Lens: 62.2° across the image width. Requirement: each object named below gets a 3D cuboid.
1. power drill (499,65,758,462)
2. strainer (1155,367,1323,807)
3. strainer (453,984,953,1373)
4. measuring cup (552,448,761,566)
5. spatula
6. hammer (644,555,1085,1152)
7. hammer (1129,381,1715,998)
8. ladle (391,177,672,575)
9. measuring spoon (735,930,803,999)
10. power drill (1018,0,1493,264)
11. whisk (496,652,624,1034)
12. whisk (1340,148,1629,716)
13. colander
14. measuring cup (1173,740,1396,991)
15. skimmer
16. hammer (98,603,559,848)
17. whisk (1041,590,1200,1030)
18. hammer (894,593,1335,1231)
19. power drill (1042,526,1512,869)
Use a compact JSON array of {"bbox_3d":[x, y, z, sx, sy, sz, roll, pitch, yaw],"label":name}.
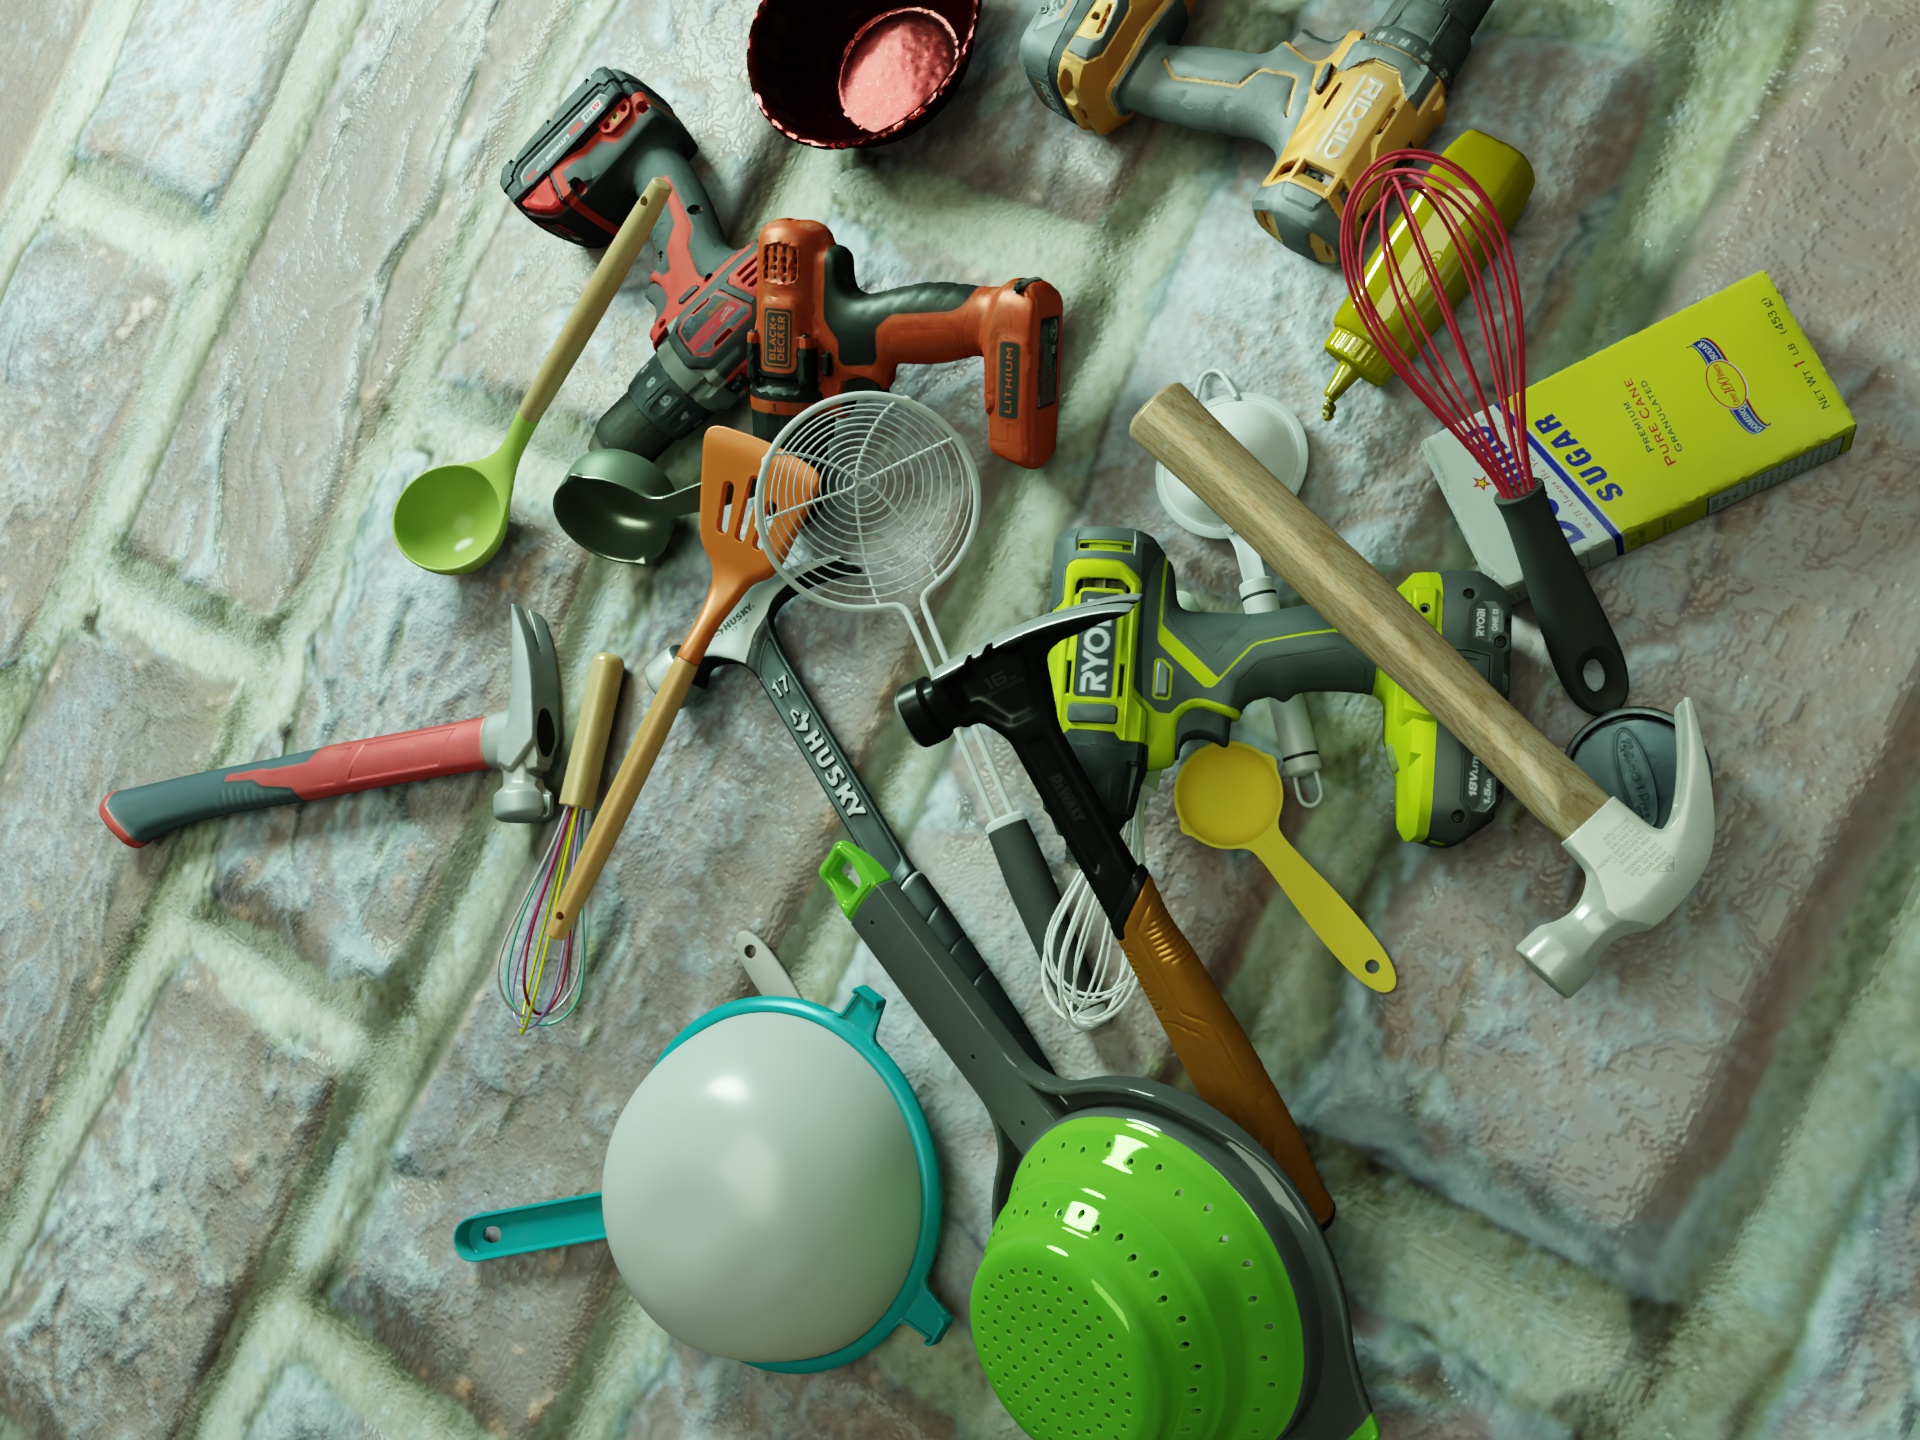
[{"bbox_3d":[-0.208,-0.287,1.038,0.188,0.080,0.227,-41,71,15],"label":"power drill"},{"bbox_3d":[0.159,-0.079,0.857,0.087,0.050,0.258,-17,77,22],"label":"strainer"},{"bbox_3d":[-0.179,0.279,0.899,0.340,0.095,0.211,-17,79,23],"label":"strainer"},{"bbox_3d":[-0.178,-0.146,0.992,0.167,0.083,0.038,-10,47,27],"label":"measuring cup"},{"bbox_3d":[-0.178,-0.015,0.949,0.081,0.041,0.322,26,91,15],"label":"spatula"},{"bbox_3d":[-0.035,0.082,0.914,0.149,0.036,0.409,-38,68,12],"label":"hammer"},{"bbox_3d":[0.204,-0.038,0.734,0.130,0.031,0.331,-44,75,4],"label":"hammer"},{"bbox_3d":[-0.271,-0.212,1.006,0.078,0.062,0.320,52,124,14],"label":"ladle"},{"bbox_3d":[-0.101,0.173,0.934,0.034,0.018,0.124,-42,68,11],"label":"measuring spoon"},{"bbox_3d":[0.170,-0.381,0.887,0.226,0.084,0.185,35,95,21],"label":"power drill"},{"bbox_3d":[-0.246,0.076,1.004,0.051,0.047,0.245,9,80,10],"label":"whisk"},{"bbox_3d":[0.252,-0.123,0.734,0.073,0.073,0.295,-23,112,18],"label":"whisk"},{"bbox_3d":[0.024,0.222,0.782,0.397,0.094,0.204,50,129,22],"label":"colander"},{"bbox_3d":[0.173,0.078,0.833,0.062,0.029,0.156,-40,78,7],"label":"measuring cup"},{"bbox_3d":[-0.001,-0.003,0.865,0.127,0.090,0.363,-23,78,0],"label":"skimmer"},{"bbox_3d":[-0.445,0.022,1.103,0.386,0.038,0.143,-9,75,22],"label":"hammer"},{"bbox_3d":[0.091,0.044,0.849,0.058,0.059,0.246,3,70,40],"label":"whisk"},{"bbox_3d":[0.101,0.105,0.768,0.127,0.034,0.337,-26,99,21],"label":"hammer"},{"bbox_3d":[0.151,-0.004,0.795,0.223,0.080,0.171,4,83,10],"label":"power drill"}]
